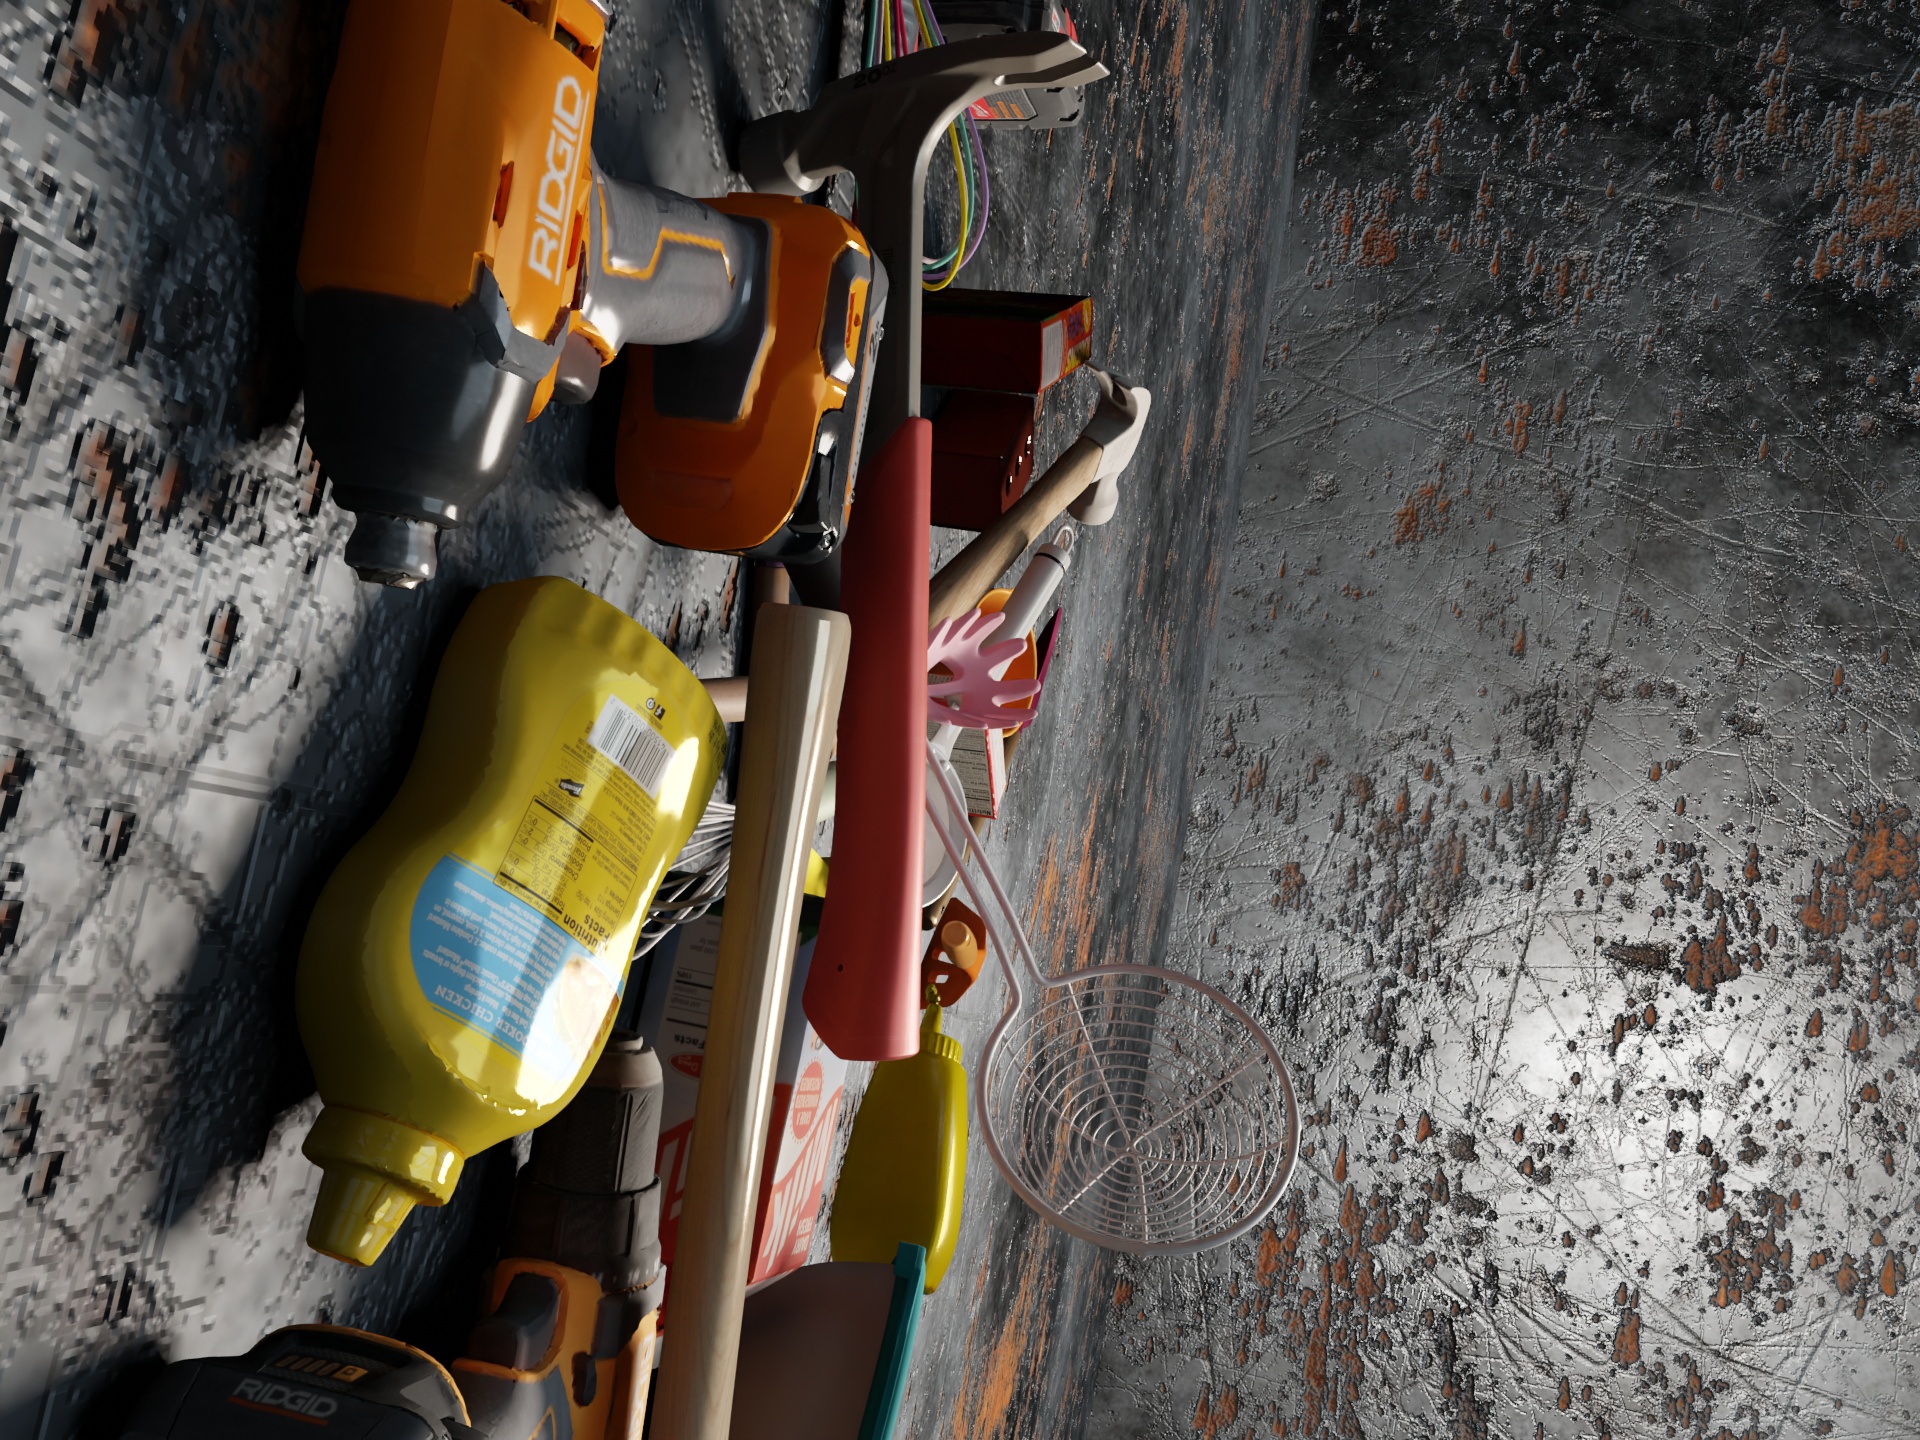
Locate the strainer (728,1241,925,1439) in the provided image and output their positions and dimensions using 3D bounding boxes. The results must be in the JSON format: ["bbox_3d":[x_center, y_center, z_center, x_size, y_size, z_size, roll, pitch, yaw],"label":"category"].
[{"bbox_3d":[-0.100,0.352,0.757,0.340,0.095,0.211,111,-3,-64],"label":"strainer"}]

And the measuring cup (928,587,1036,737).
[{"bbox_3d":[-0.018,-0.049,0.905,0.173,0.052,0.095,35,61,-52],"label":"measuring cup"}]

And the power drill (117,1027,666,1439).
[{"bbox_3d":[-0.146,0.196,0.471,0.226,0.084,0.185,15,83,-80],"label":"power drill"}]

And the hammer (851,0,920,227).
[{"bbox_3d":[-0.032,-0.256,0.716,0.143,0.038,0.386,-52,147,-80],"label":"hammer"}]

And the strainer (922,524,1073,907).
[{"bbox_3d":[-0.001,-0.003,0.814,0.086,0.050,0.258,47,61,-32],"label":"strainer"}]

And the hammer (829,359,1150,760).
[{"bbox_3d":[0.012,-0.085,0.840,0.331,0.031,0.130,-48,163,-38],"label":"hammer"}]

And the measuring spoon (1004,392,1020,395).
[{"bbox_3d":[0.026,-0.187,1.059,0.034,0.018,0.124,-63,164,-52],"label":"measuring spoon"}]

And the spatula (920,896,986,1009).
[{"bbox_3d":[-0.007,0.130,0.906,0.322,0.041,0.081,85,28,-78],"label":"spatula"}]

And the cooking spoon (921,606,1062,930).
[{"bbox_3d":[0.024,0.023,1.007,0.319,0.017,0.068,-64,168,-51],"label":"cooking spoon"}]

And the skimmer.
[{"bbox_3d":[0.010,0.036,0.623,0.127,0.090,0.363,-29,95,-27],"label":"skimmer"}]

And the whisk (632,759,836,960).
[{"bbox_3d":[-0.085,0.043,0.635,0.246,0.058,0.059,-21,115,-71],"label":"whisk"}]

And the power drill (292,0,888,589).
[{"bbox_3d":[-0.102,-0.108,0.465,0.226,0.084,0.164,13,86,-72],"label":"power drill"}]

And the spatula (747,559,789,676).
[{"bbox_3d":[-0.083,-0.043,0.696,0.060,0.018,0.316,-44,140,-73],"label":"spatula"}]

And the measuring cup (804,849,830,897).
[{"bbox_3d":[-0.076,0.080,0.762,0.156,0.029,0.062,62,31,-67],"label":"measuring cup"}]

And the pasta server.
[{"bbox_3d":[-0.053,-0.014,0.666,0.316,0.040,0.060,-6,77,-62],"label":"pasta server"}]

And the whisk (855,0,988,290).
[{"bbox_3d":[-0.029,-0.294,0.634,0.047,0.051,0.245,-171,-107,-86],"label":"whisk"}]

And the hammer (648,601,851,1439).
[{"bbox_3d":[-0.080,0.166,0.520,0.146,0.038,0.410,12,85,-88],"label":"hammer"}]

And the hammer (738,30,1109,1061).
[{"bbox_3d":[-0.020,-0.059,0.575,0.036,0.149,0.359,5,85,-56],"label":"hammer"}]

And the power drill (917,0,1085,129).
[{"bbox_3d":[0.029,-0.421,0.804,0.188,0.080,0.227,4,92,-76],"label":"power drill"}]
